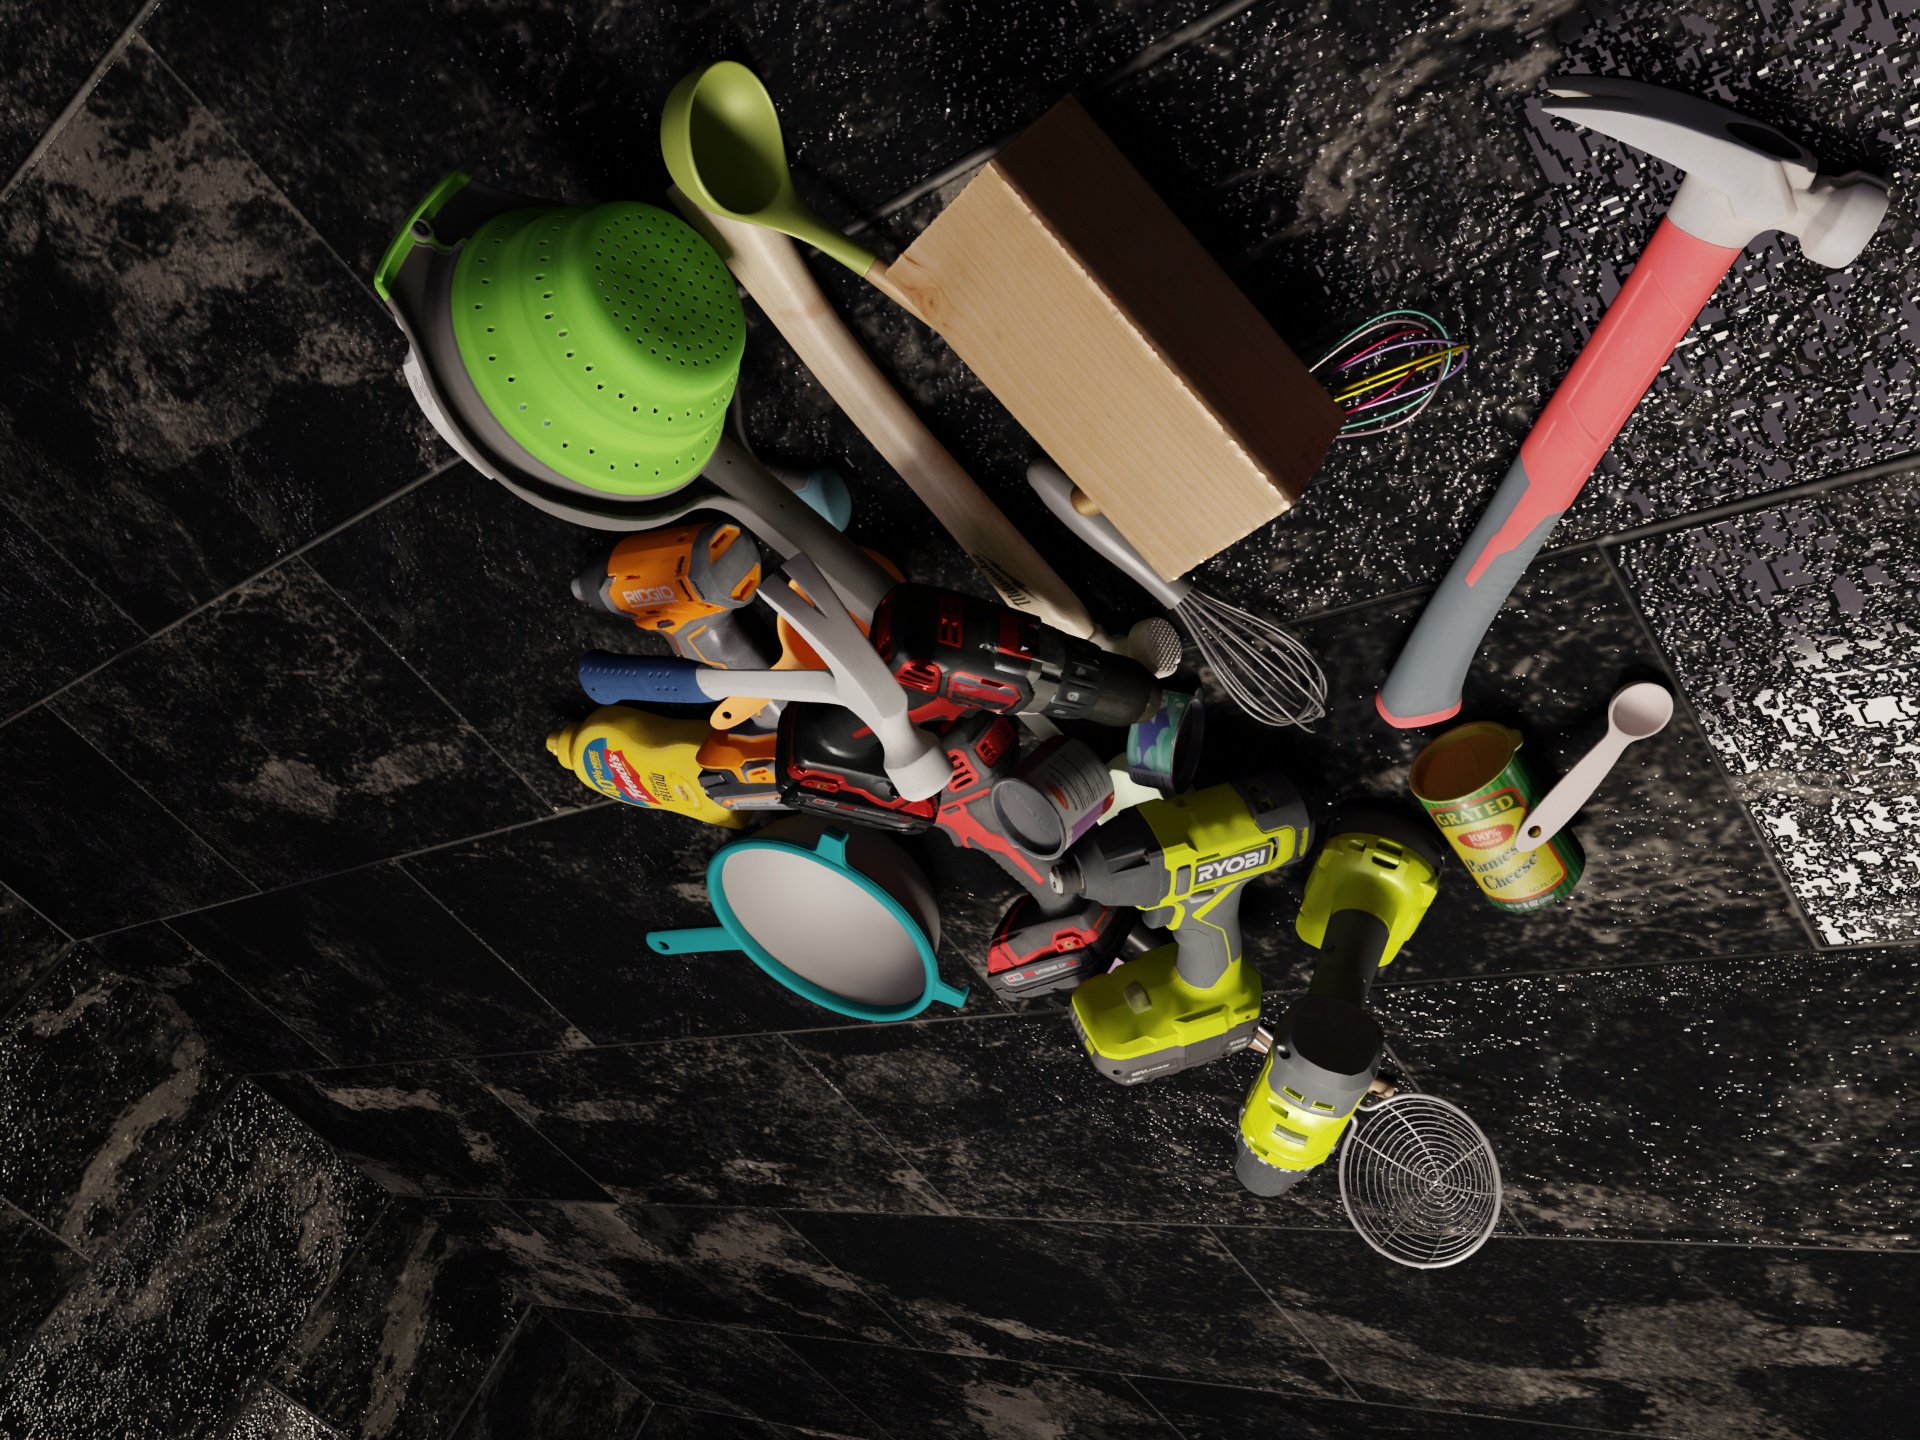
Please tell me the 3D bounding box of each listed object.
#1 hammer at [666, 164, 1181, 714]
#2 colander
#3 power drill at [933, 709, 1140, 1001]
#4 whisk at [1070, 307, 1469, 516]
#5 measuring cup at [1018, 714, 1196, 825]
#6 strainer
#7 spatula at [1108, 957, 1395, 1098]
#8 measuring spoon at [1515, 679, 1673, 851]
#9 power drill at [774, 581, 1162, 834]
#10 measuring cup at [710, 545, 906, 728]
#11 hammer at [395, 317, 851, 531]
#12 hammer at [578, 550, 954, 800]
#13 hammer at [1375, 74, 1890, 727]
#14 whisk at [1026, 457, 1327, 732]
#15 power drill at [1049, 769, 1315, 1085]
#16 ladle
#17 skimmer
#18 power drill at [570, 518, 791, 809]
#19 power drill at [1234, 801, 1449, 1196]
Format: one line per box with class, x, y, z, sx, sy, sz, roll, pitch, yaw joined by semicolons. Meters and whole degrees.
hammer;-0.035;-0.162;0.973;0.146;0.038;0.410;-17;122;45
colander;-0.130;-0.170;0.912;0.396;0.205;0.094;39;139;-28
power drill;0.022;0.097;1.180;0.143;0.078;0.219;-22;110;40
whisk;0.153;-0.155;0.842;0.245;0.047;0.051;-17;122;41
measuring cup;0.097;0.024;1.106;0.168;0.038;0.083;44;145;10
strainer;-0.142;0.153;1.352;0.340;0.095;0.210;-11;124;43
spatula;0.197;0.238;1.287;0.316;0.018;0.059;21;135;13
measuring spoon;0.356;0.026;0.907;0.034;0.018;0.124;27;116;-12
power drill;-0.002;-0.003;1.007;0.187;0.080;0.226;14;151;-25
measuring cup;-0.107;-0.053;1.087;0.173;0.052;0.095;-35;115;27
hammer;-0.227;-0.190;1.066;0.331;0.033;0.128;19;140;14
hammer;-0.154;-0.029;0.993;0.406;0.035;0.144;4;131;56
hammer;0.281;-0.130;0.802;0.143;0.038;0.386;26;142;7
whisk;0.131;-0.075;0.956;0.239;0.055;0.055;40;141;-7
power drill;0.139;0.141;1.068;0.171;0.080;0.223;-15;134;-14
ladle;-0.022;-0.238;0.865;0.320;0.078;0.062;33;152;-14
skimmer;0.248;0.266;1.210;0.363;0.090;0.127;39;105;-1
power drill;-0.186;-0.041;1.174;0.164;0.084;0.226;-3;128;36
power drill;0.237;0.185;1.027;0.080;0.229;0.190;21;142;11
